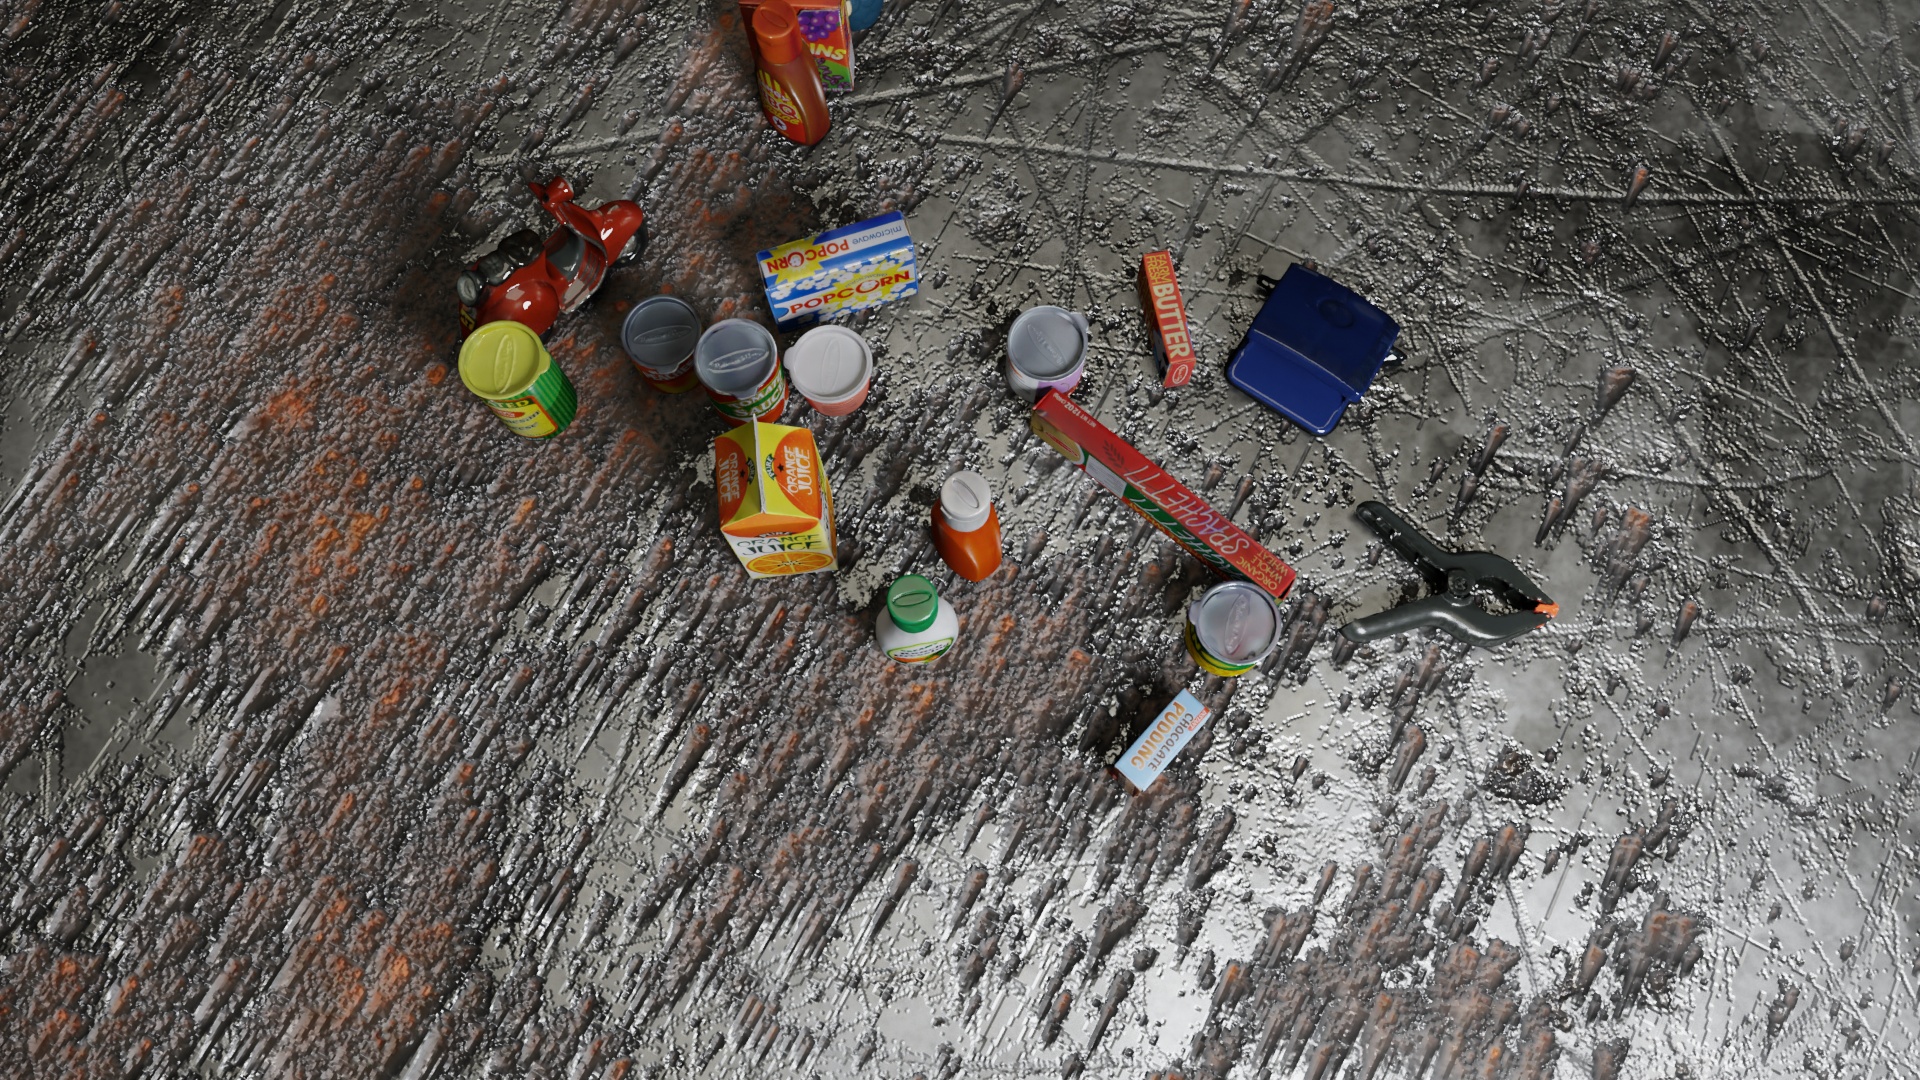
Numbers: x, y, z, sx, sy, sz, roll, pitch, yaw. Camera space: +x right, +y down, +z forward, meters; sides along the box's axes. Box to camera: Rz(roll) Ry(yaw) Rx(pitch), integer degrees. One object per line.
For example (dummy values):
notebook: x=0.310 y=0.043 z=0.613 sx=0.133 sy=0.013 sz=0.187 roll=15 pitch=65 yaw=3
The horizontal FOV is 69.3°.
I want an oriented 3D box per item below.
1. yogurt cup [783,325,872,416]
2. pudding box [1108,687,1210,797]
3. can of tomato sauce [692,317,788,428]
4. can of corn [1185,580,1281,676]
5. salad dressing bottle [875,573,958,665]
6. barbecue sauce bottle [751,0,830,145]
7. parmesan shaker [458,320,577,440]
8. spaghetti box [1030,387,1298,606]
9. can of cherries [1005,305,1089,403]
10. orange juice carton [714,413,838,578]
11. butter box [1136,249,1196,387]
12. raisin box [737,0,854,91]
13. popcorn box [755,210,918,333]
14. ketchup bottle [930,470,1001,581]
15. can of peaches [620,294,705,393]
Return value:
yogurt cup: x=-0.105 y=-0.137 z=1.149 sx=0.072 sy=0.053 sz=0.072 roll=0 pitch=74 yaw=0
pudding box: x=0.153 y=0.156 z=1.066 sx=0.030 sy=0.049 sz=0.084 roll=42 pitch=79 yaw=11
can of tomato sauce: x=-0.176 y=-0.133 z=1.134 sx=0.071 sy=0.083 sz=0.071 roll=0 pitch=74 yaw=1
can of corn: x=0.209 y=0.069 z=1.086 sx=0.071 sy=0.058 sz=0.071 roll=0 pitch=74 yaw=0
salad dressing bottle: x=-0.034 y=0.060 z=1.044 sx=0.064 sy=0.147 sz=0.044 roll=-11 pitch=75 yaw=-2
barbecue sauce bottle: x=-0.147 y=-0.397 z=1.175 sx=0.065 sy=0.148 sz=0.044 roll=38 pitch=78 yaw=10
parmesan shaker: x=-0.352 y=-0.126 z=1.123 sx=0.071 sy=0.103 sz=0.071 roll=0 pitch=74 yaw=1
spaghetti box: x=0.161 y=-0.032 z=1.119 sx=0.250 sy=0.050 sz=0.029 roll=39 pitch=78 yaw=10
can of cherries: x=0.073 y=-0.153 z=1.150 sx=0.071 sy=0.058 sz=0.071 roll=0 pitch=74 yaw=0
orange juice carton: x=-0.139 y=-0.031 z=1.047 sx=0.073 sy=0.192 sz=0.072 roll=-6 pitch=75 yaw=-1
butter box: x=0.171 y=-0.185 z=1.162 sx=0.024 sy=0.053 sz=0.104 roll=-10 pitch=74 yaw=-2
raisin box: x=-0.140 y=-0.438 z=1.200 sx=0.086 sy=0.123 sz=0.040 roll=2 pitch=75 yaw=1
popcorn box: x=-0.101 y=-0.223 z=1.158 sx=0.127 sy=0.085 sz=0.038 roll=-18 pitch=75 yaw=-4
ketchup bottle: x=0.004 y=-0.013 z=1.064 sx=0.043 sy=0.148 sz=0.065 roll=-39 pitch=78 yaw=-9
can of peaches: x=-0.243 y=-0.160 z=1.155 sx=0.071 sy=0.058 sz=0.071 roll=0 pitch=74 yaw=0
